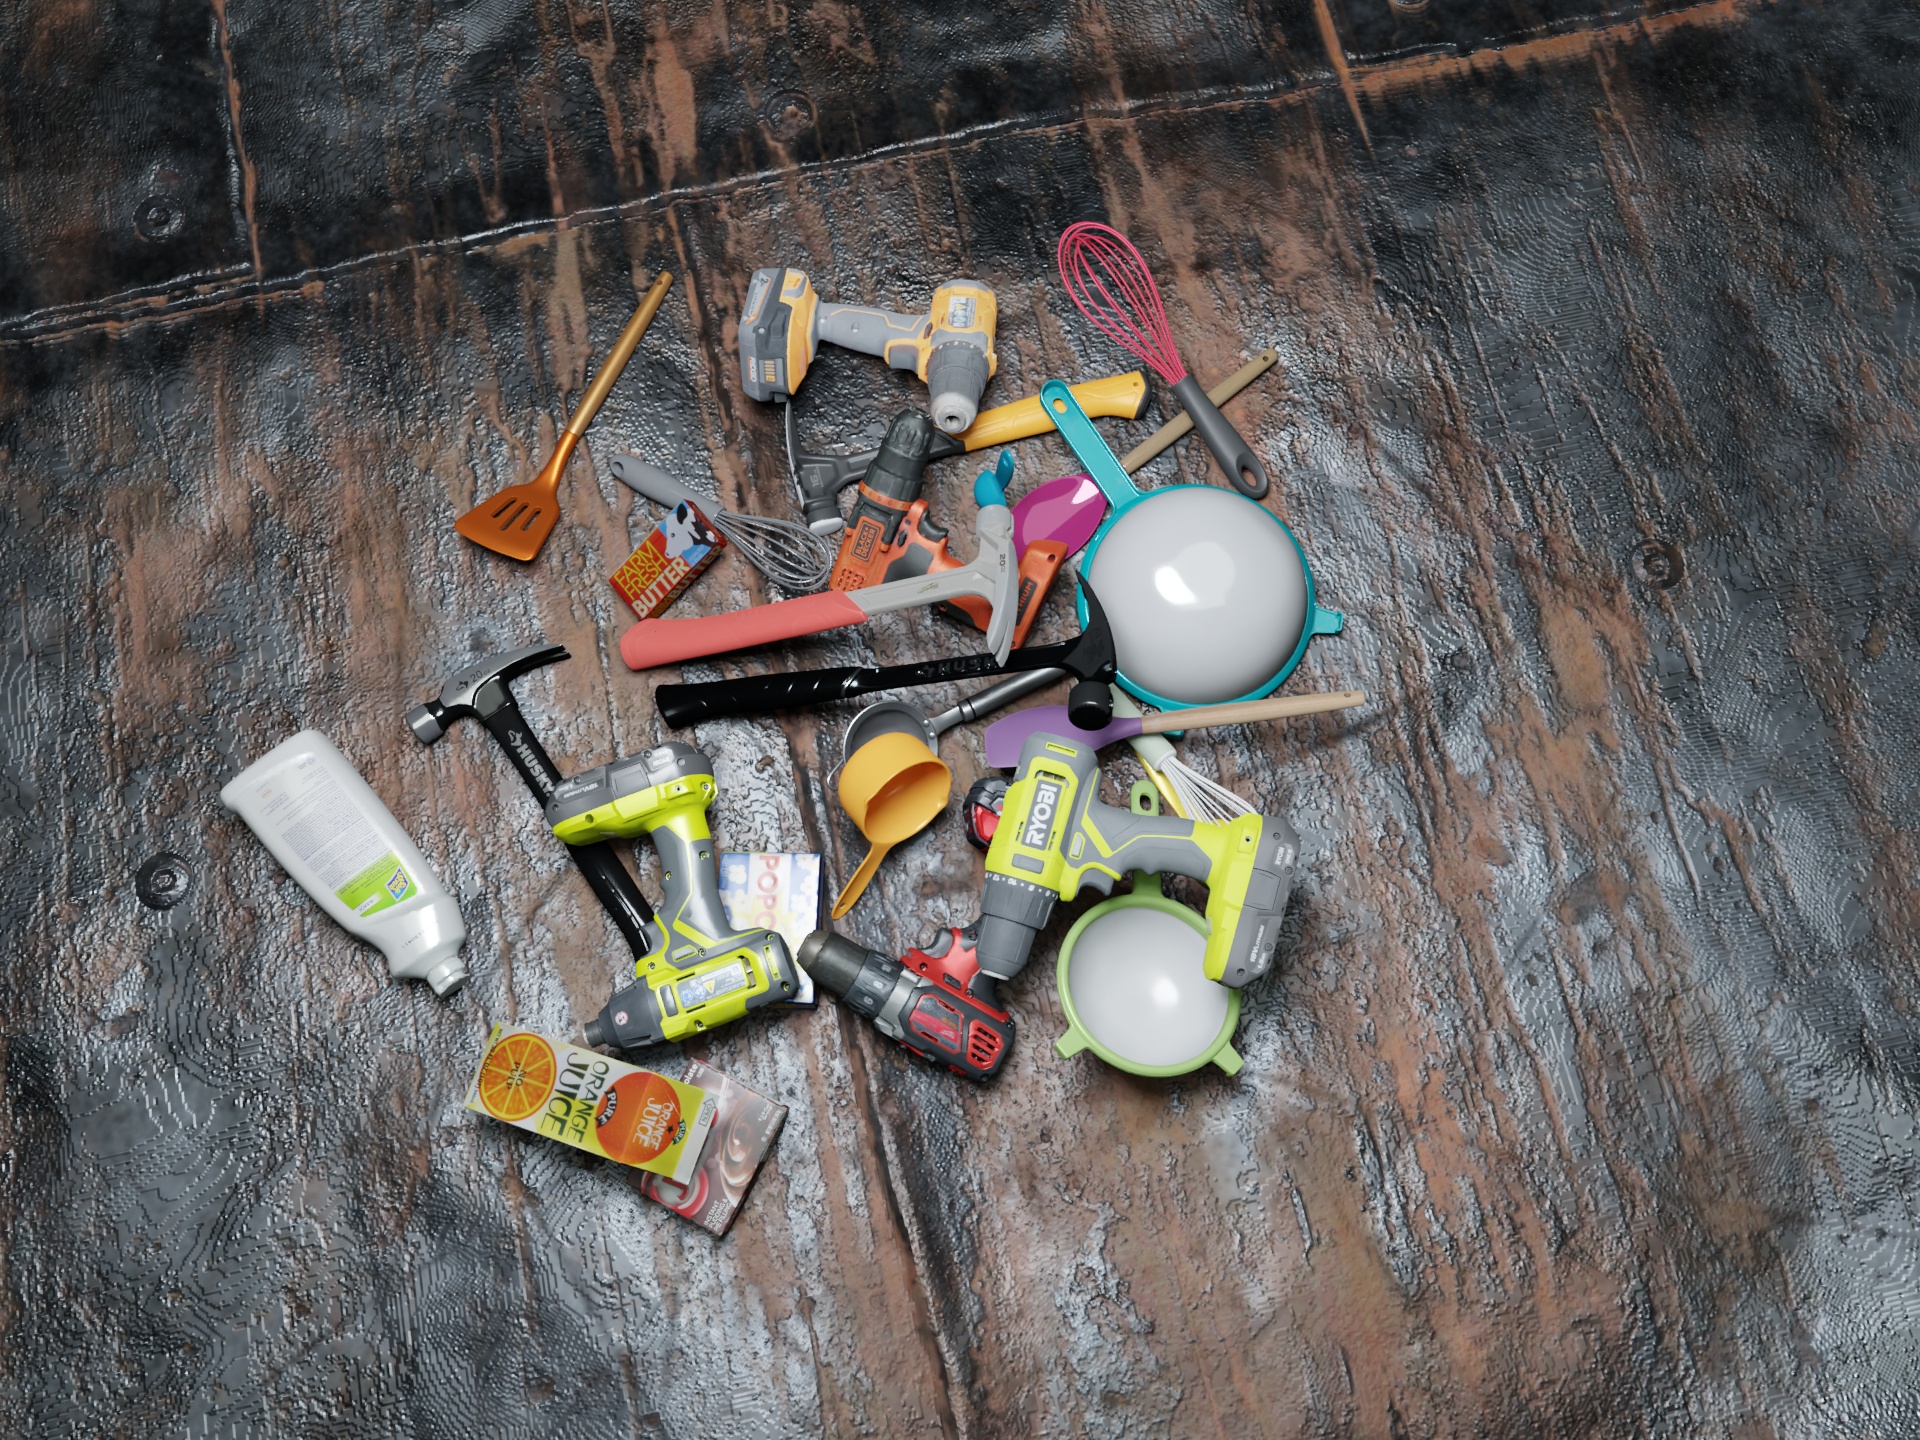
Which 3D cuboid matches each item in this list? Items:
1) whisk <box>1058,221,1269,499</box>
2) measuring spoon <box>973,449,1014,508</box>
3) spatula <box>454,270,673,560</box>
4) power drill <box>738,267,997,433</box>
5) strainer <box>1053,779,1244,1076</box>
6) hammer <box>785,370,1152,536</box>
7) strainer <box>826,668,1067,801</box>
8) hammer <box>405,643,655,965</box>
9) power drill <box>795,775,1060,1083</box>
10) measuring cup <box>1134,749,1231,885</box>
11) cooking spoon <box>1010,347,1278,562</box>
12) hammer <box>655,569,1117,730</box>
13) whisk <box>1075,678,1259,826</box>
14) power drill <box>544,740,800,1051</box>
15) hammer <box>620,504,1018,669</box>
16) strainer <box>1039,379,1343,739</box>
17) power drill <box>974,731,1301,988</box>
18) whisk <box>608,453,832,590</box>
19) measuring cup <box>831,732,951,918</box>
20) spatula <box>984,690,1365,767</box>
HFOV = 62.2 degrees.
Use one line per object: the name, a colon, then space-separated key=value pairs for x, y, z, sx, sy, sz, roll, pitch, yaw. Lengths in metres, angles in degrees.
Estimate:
whisk: x=0.184 y=-0.320 z=1.423 sx=0.073 sy=0.073 sz=0.296 roll=-38 pitch=95 yaw=-9
measuring spoon: x=0.028 y=-0.208 z=1.382 sx=0.021 sy=0.128 sz=0.042 roll=-24 pitch=85 yaw=-9
spatula: x=-0.346 y=-0.286 z=1.458 sx=0.081 sy=0.041 sz=0.323 roll=24 pitch=75 yaw=8
power drill: x=-0.080 y=-0.327 z=1.418 sx=0.226 sy=0.084 sz=0.186 roll=4 pitch=48 yaw=1
strainer: x=0.147 y=0.175 z=1.309 sx=0.151 sy=0.069 sz=0.257 roll=7 pitch=60 yaw=-8
hammer: x=0.009 y=-0.269 z=1.450 sx=0.337 sy=0.034 sz=0.127 roll=-15 pitch=75 yaw=-4
strainer: x=-0.002 y=-0.004 z=1.368 sx=0.258 sy=0.050 sz=0.086 roll=-26 pitch=105 yaw=-10
hammer: x=-0.326 y=0.084 z=1.353 sx=0.146 sy=0.035 sz=0.335 roll=-35 pitch=76 yaw=-8
power drill: x=-0.008 y=0.157 z=1.294 sx=0.188 sy=0.080 sz=0.227 roll=30 pitch=79 yaw=-2
measuring cup: x=0.192 y=0.070 z=1.350 sx=0.062 sy=0.029 sz=0.156 roll=-31 pitch=78 yaw=-8
cooking spoon: x=0.167 y=-0.243 z=1.448 sx=0.319 sy=0.017 sz=0.069 roll=-38 pitch=82 yaw=-9
hammer: x=-0.070 y=-0.039 z=1.324 sx=0.409 sy=0.036 sz=0.149 roll=-6 pitch=50 yaw=18
whisk: x=0.178 y=0.039 z=1.337 sx=0.059 sy=0.057 sz=0.247 roll=-14 pitch=54 yaw=-42
power drill: x=-0.244 y=0.144 z=1.277 sx=0.171 sy=0.080 sz=0.223 roll=-20 pitch=76 yaw=-2
hammer: x=-0.124 y=-0.082 z=1.328 sx=0.359 sy=0.036 sz=0.149 roll=-10 pitch=53 yaw=20
strainer: x=0.173 y=-0.168 z=1.371 sx=0.211 sy=0.095 sz=0.340 roll=-33 pitch=82 yaw=-8
power drill: x=0.130 y=0.129 z=1.230 sx=0.228 sy=0.080 sz=0.190 roll=16 pitch=82 yaw=4
whisk: x=-0.217 y=-0.184 z=1.423 sx=0.239 sy=0.055 sz=0.055 roll=28 pitch=76 yaw=13
measuring cup: x=-0.077 y=0.085 z=1.318 sx=0.052 sy=0.095 sz=0.173 roll=47 pitch=118 yaw=33
spatula: x=0.176 y=-0.001 z=1.326 sx=0.316 sy=0.018 sz=0.060 roll=-7 pitch=53 yaw=6
